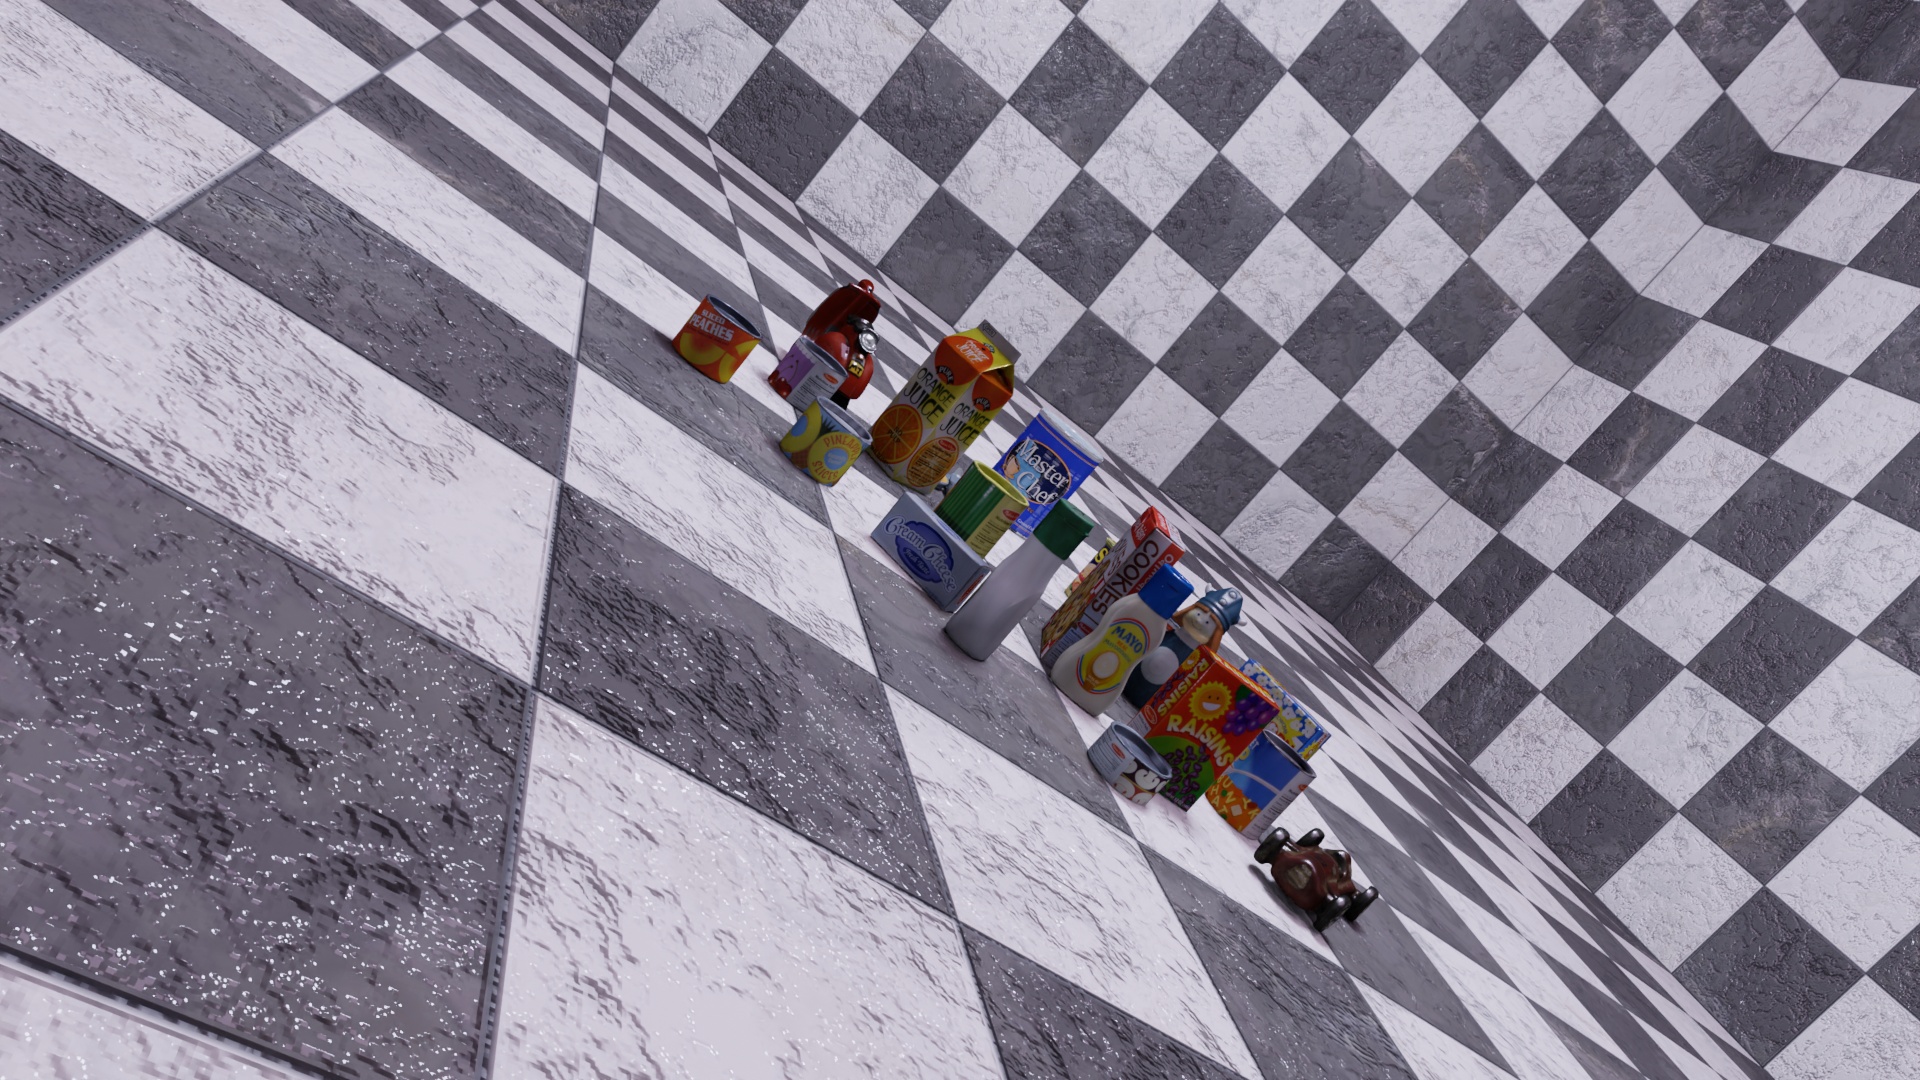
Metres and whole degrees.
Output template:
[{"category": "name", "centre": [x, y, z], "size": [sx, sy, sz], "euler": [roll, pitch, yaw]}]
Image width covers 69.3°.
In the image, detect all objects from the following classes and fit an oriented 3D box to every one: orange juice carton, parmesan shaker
[{"category": "orange juice carton", "centre": [-0.014, -0.150, 1.521], "size": [0.072, 0.192, 0.073], "euler": [47, 13, 34]}, {"category": "parmesan shaker", "centre": [0.005, -0.016, 1.297], "size": [0.071, 0.103, 0.071], "euler": [39, 11, -9]}]

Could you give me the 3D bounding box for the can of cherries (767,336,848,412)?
[{"category": "can of cherries", "centre": [-0.163, -0.175, 1.479], "size": [0.071, 0.058, 0.071], "euler": [39, 11, -9]}]

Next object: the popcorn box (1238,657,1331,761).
[{"category": "popcorn box", "centre": [0.353, 0.210, 1.605], "size": [0.038, 0.085, 0.127], "euler": [28, 16, -48]}]

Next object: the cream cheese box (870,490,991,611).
[{"category": "cream cheese box", "centre": [-0.027, 0.010, 1.221], "size": [0.104, 0.053, 0.024], "euler": [45, 11, 21]}]

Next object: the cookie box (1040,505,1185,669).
[{"category": "cookie box", "centre": [0.144, 0.048, 1.339], "size": [0.040, 0.167, 0.123], "euler": [40, 11, -3]}]

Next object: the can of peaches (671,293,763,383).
[{"category": "can of peaches", "centre": [-0.232, -0.191, 1.317], "size": [0.071, 0.058, 0.071], "euler": [39, 11, -9]}]

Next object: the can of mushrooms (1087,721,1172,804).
[{"category": "can of mushrooms", "centre": [0.141, 0.184, 1.144], "size": [0.071, 0.033, 0.071], "euler": [38, 11, -9]}]

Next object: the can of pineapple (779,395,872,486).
[{"category": "can of pineapple", "centre": [-0.124, -0.090, 1.281], "size": [0.071, 0.057, 0.071], "euler": [39, 11, -9]}]

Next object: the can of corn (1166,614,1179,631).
[{"category": "can of corn", "centre": [0.251, 0.125, 1.669], "size": [0.071, 0.058, 0.071], "euler": [39, 11, -9]}]

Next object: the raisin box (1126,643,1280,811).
[{"category": "raisin box", "centre": [0.202, 0.162, 1.201], "size": [0.086, 0.123, 0.040], "euler": [36, 11, -20]}]

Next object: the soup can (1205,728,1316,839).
[{"category": "soup can", "centre": [0.279, 0.226, 1.304], "size": [0.071, 0.083, 0.071], "euler": [39, 11, -9]}]

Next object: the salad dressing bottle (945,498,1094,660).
[{"category": "salad dressing bottle", "centre": [0.050, 0.031, 1.145], "size": [0.044, 0.147, 0.064], "euler": [44, 11, 18]}]

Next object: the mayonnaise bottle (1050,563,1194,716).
[{"category": "mayonnaise bottle", "centre": [0.149, 0.087, 1.255], "size": [0.065, 0.148, 0.041], "euler": [40, 11, -2]}]
